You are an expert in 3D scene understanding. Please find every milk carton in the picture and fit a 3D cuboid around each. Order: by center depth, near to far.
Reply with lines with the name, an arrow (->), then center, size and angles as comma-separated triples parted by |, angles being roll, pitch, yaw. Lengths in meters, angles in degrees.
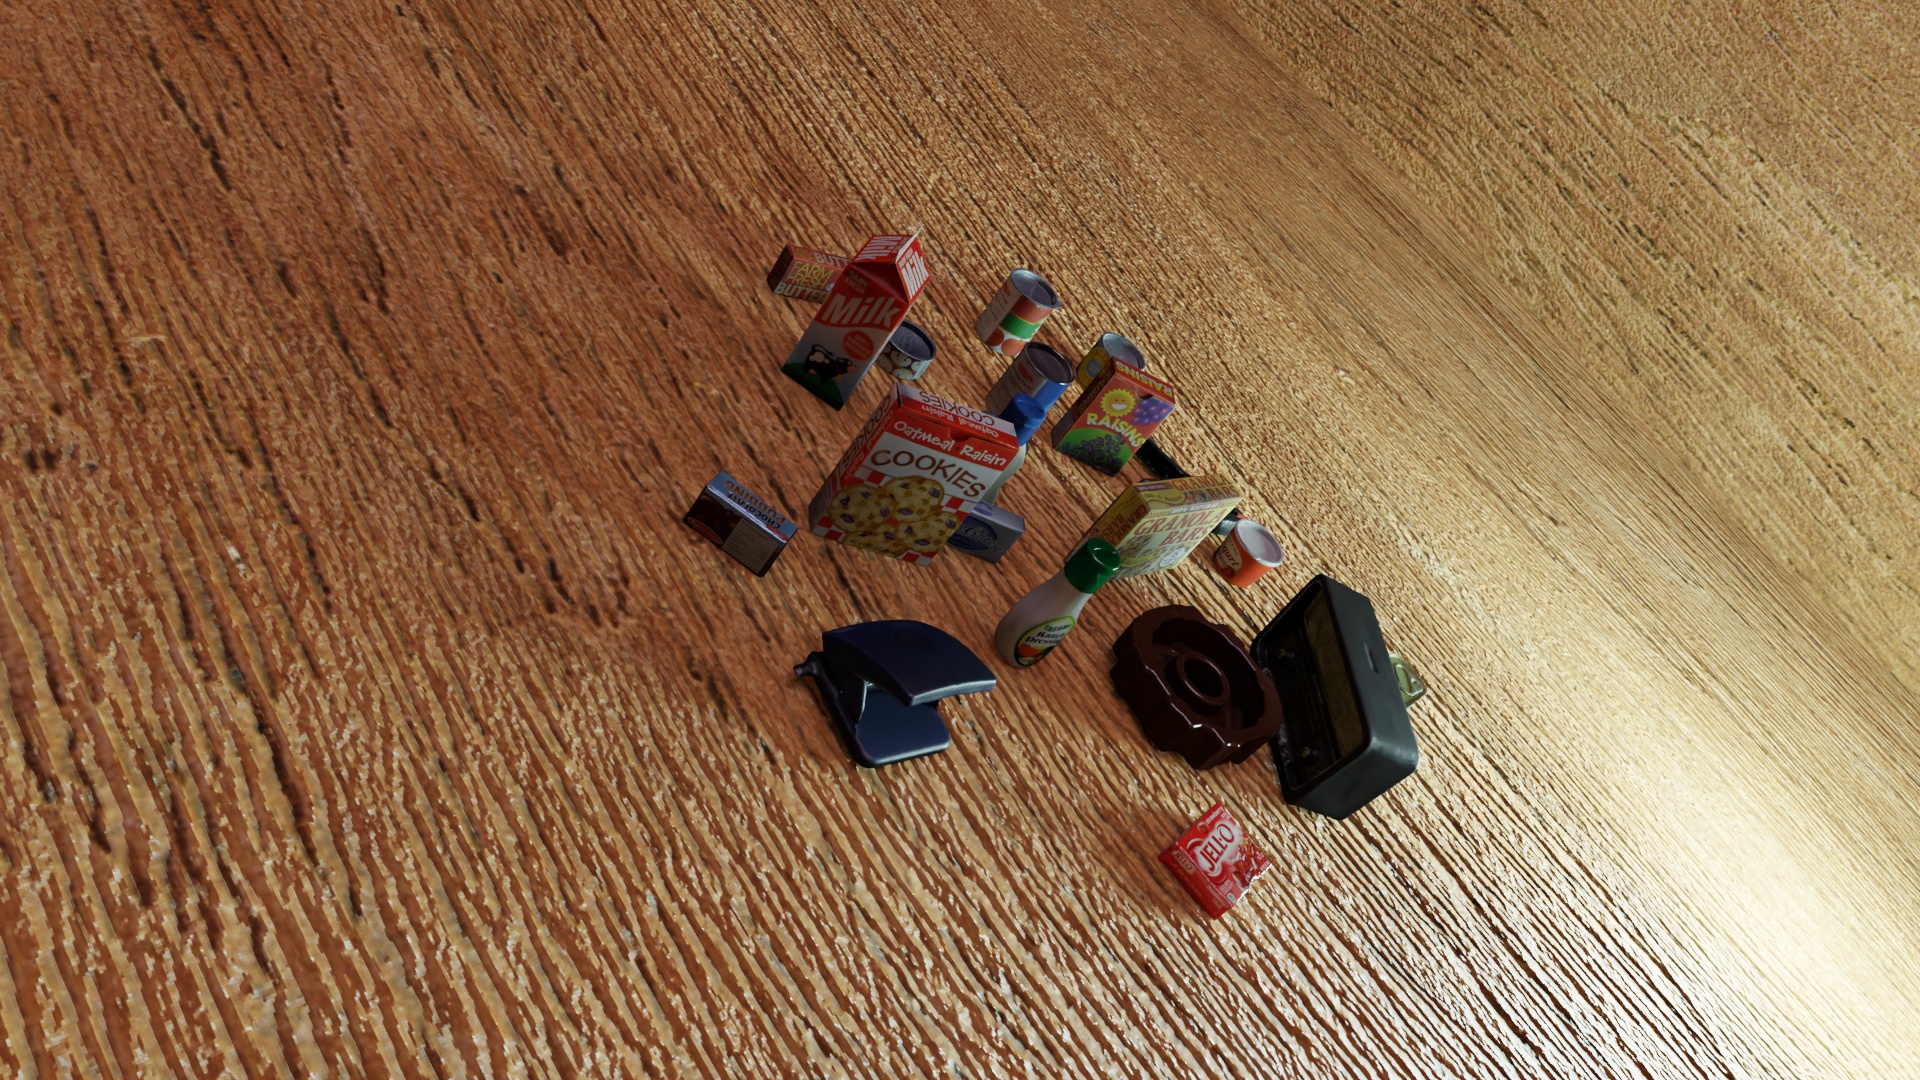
milk carton -> -0.094, -0.226, 1.362 | 0.073, 0.189, 0.073 | 35, 36, -6

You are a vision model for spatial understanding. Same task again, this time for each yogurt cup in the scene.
yogurt cup -> 0.325, 0.017, 1.584 | 0.072, 0.053, 0.073 | 24, 38, -20

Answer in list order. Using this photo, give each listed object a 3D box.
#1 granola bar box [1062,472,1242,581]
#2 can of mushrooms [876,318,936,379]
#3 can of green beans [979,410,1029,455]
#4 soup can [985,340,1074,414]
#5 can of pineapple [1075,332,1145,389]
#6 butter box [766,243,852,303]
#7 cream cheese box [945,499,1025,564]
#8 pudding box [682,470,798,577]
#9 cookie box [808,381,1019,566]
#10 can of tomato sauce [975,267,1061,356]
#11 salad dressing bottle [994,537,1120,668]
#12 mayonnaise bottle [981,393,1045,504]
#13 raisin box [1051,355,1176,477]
granola bar box -> 0.201, -0.013, 1.447 | 0.166, 0.123, 0.039 | -8, 57, -46
can of mushrooms -> -0.064, -0.209, 1.504 | 0.071, 0.033, 0.071 | 24, 38, -20
can of green beans -> 0.027, -0.091, 1.435 | 0.071, 0.057, 0.071 | 24, 38, -20
soup can -> 0.078, -0.169, 1.544 | 0.071, 0.083, 0.072 | 24, 38, -20
can of pineapple -> 0.183, -0.213, 1.705 | 0.071, 0.057, 0.071 | 24, 38, -20
butter box -> -0.151, -0.282, 1.491 | 0.103, 0.053, 0.024 | 6, 47, -37
cream cheese box -> 0.005, -0.017, 1.339 | 0.104, 0.053, 0.024 | 23, 39, -22
pudding box -> -0.185, -0.014, 1.171 | 0.084, 0.049, 0.030 | 36, 35, -4
cookie box -> -0.043, -0.055, 1.240 | 0.123, 0.166, 0.040 | 17, 41, -28
can of tomato sauce -> 0.068, -0.268, 1.643 | 0.071, 0.082, 0.071 | 24, 38, -20
salad dressing bottle -> 0.087, 0.056, 1.251 | 0.064, 0.147, 0.044 | 6, 47, -37
mayonnaise bottle -> 0.028, -0.080, 1.347 | 0.065, 0.147, 0.041 | 18, 41, -27
raisin box -> 0.171, -0.138, 1.557 | 0.086, 0.122, 0.040 | 24, 38, -20
